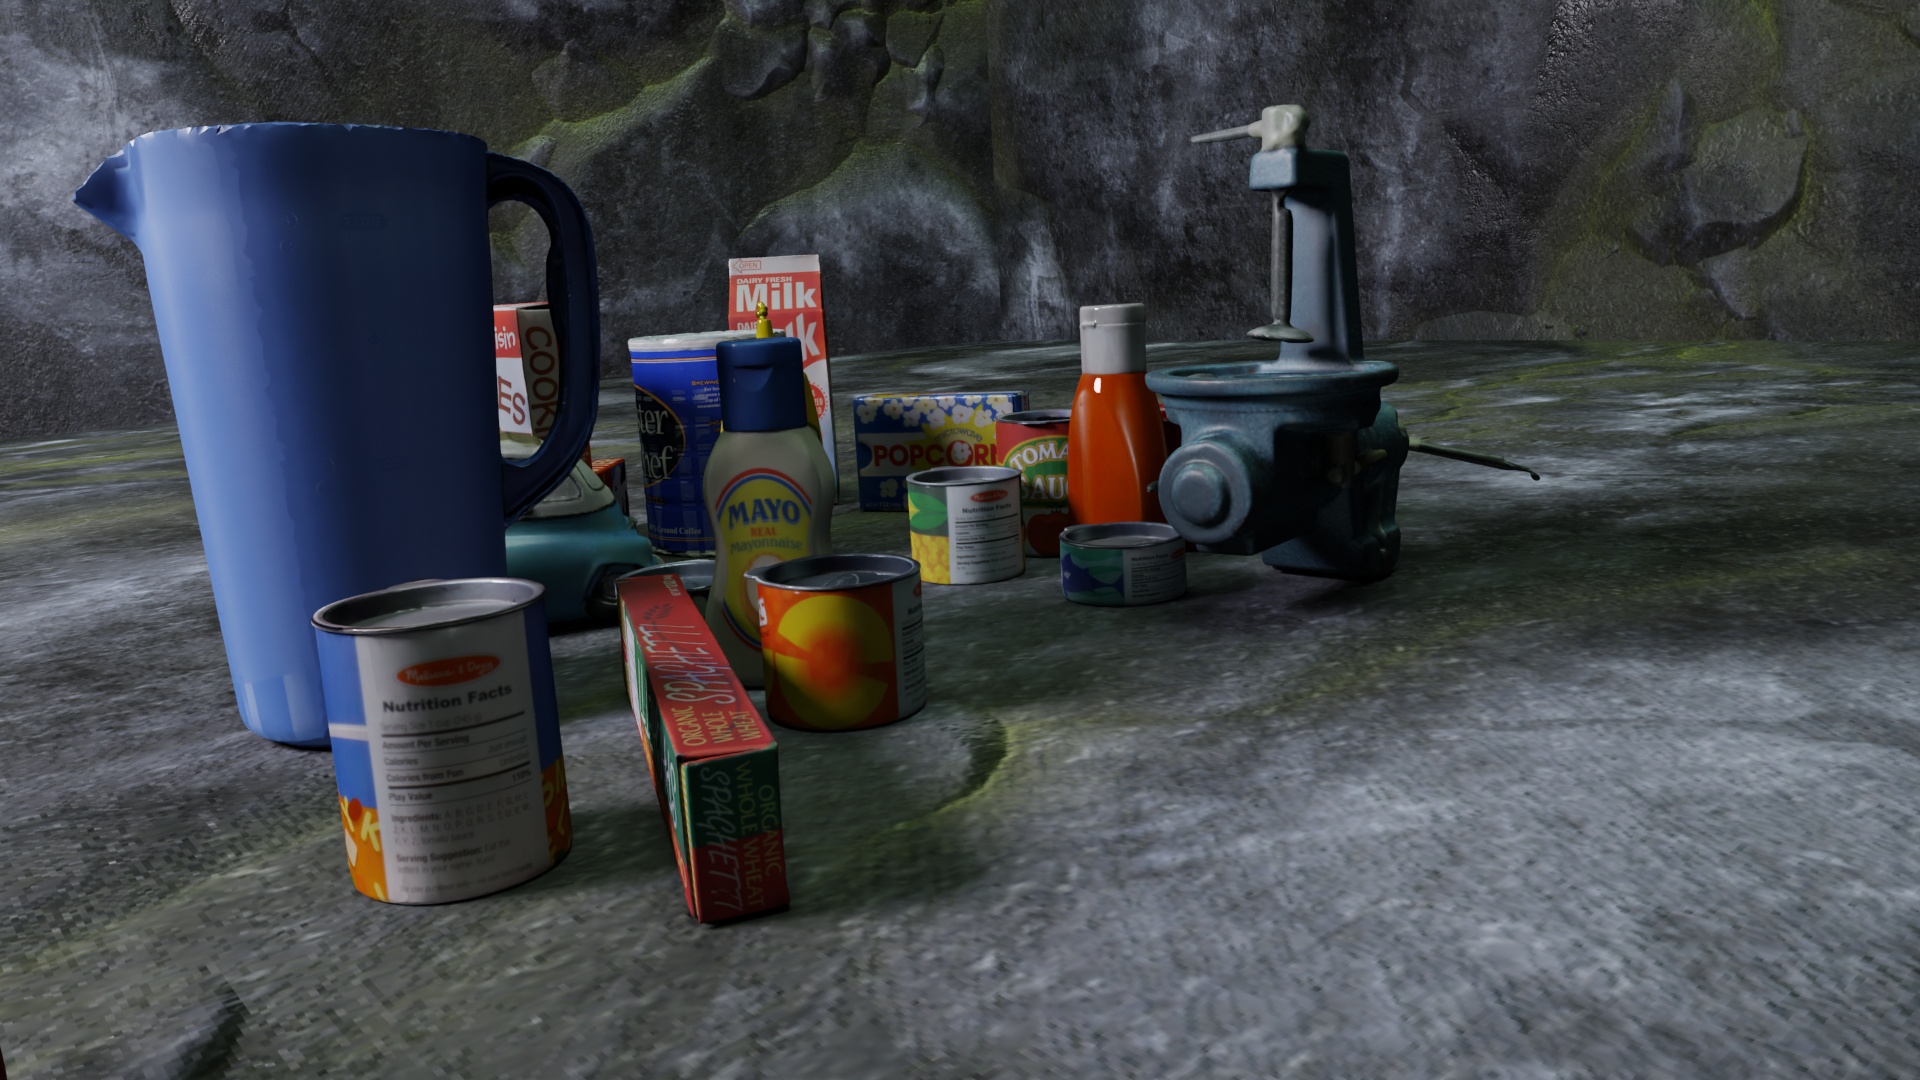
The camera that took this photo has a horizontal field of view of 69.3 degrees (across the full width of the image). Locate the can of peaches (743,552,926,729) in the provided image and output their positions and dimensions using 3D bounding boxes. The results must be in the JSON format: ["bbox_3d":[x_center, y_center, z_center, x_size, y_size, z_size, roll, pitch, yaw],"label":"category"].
[{"bbox_3d":[-0.050,0.039,0.559,0.071,0.058,0.071,-3,11,1],"label":"can of peaches"}]

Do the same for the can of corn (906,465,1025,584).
[{"bbox_3d":[0.003,-0.010,0.798,0.071,0.058,0.071,-3,11,1],"label":"can of corn"}]

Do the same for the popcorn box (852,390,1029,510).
[{"bbox_3d":[-0.012,-0.066,1.017,0.126,0.085,0.038,1,11,20],"label":"popcorn box"}]

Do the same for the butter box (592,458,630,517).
[{"bbox_3d":[-0.255,-0.023,0.955,0.024,0.053,0.104,-2,11,5],"label":"butter box"}]

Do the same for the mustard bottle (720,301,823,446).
[{"bbox_3d":[-0.116,-0.065,0.850,0.049,0.160,0.065,5,13,38],"label":"mustard bottle"}]

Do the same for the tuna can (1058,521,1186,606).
[{"bbox_3d":[0.084,0.011,0.731,0.071,0.032,0.071,-3,11,1],"label":"tuna can"}]

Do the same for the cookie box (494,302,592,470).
[{"bbox_3d":[-0.271,-0.059,0.844,0.040,0.167,0.123,-13,14,-43],"label":"cookie box"}]

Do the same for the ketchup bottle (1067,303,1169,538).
[{"bbox_3d":[0.088,-0.059,0.786,0.044,0.148,0.065,-11,13,-37],"label":"ketchup bottle"}]

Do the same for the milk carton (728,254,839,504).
[{"bbox_3d":[-0.137,-0.124,1.080,0.072,0.190,0.073,-4,10,-3],"label":"milk carton"}]

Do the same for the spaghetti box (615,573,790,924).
[{"bbox_3d":[-0.098,0.060,0.490,0.029,0.050,0.250,-6,11,-17],"label":"spaghetti box"}]

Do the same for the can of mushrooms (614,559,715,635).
[{"bbox_3d":[-0.133,0.032,0.684,0.071,0.033,0.071,-3,11,1],"label":"can of mushrooms"}]

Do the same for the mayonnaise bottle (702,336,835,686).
[{"bbox_3d":[-0.082,-0.012,0.599,0.065,0.147,0.041,-3,10,3],"label":"mayonnaise bottle"}]

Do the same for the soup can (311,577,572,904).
[{"bbox_3d":[-0.157,0.058,0.426,0.071,0.083,0.071,-3,11,1],"label":"soup can"}]

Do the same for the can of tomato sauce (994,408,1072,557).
[{"bbox_3d":[0.056,-0.036,0.851,0.071,0.083,0.071,-3,11,1],"label":"can of tomato sauce"}]
